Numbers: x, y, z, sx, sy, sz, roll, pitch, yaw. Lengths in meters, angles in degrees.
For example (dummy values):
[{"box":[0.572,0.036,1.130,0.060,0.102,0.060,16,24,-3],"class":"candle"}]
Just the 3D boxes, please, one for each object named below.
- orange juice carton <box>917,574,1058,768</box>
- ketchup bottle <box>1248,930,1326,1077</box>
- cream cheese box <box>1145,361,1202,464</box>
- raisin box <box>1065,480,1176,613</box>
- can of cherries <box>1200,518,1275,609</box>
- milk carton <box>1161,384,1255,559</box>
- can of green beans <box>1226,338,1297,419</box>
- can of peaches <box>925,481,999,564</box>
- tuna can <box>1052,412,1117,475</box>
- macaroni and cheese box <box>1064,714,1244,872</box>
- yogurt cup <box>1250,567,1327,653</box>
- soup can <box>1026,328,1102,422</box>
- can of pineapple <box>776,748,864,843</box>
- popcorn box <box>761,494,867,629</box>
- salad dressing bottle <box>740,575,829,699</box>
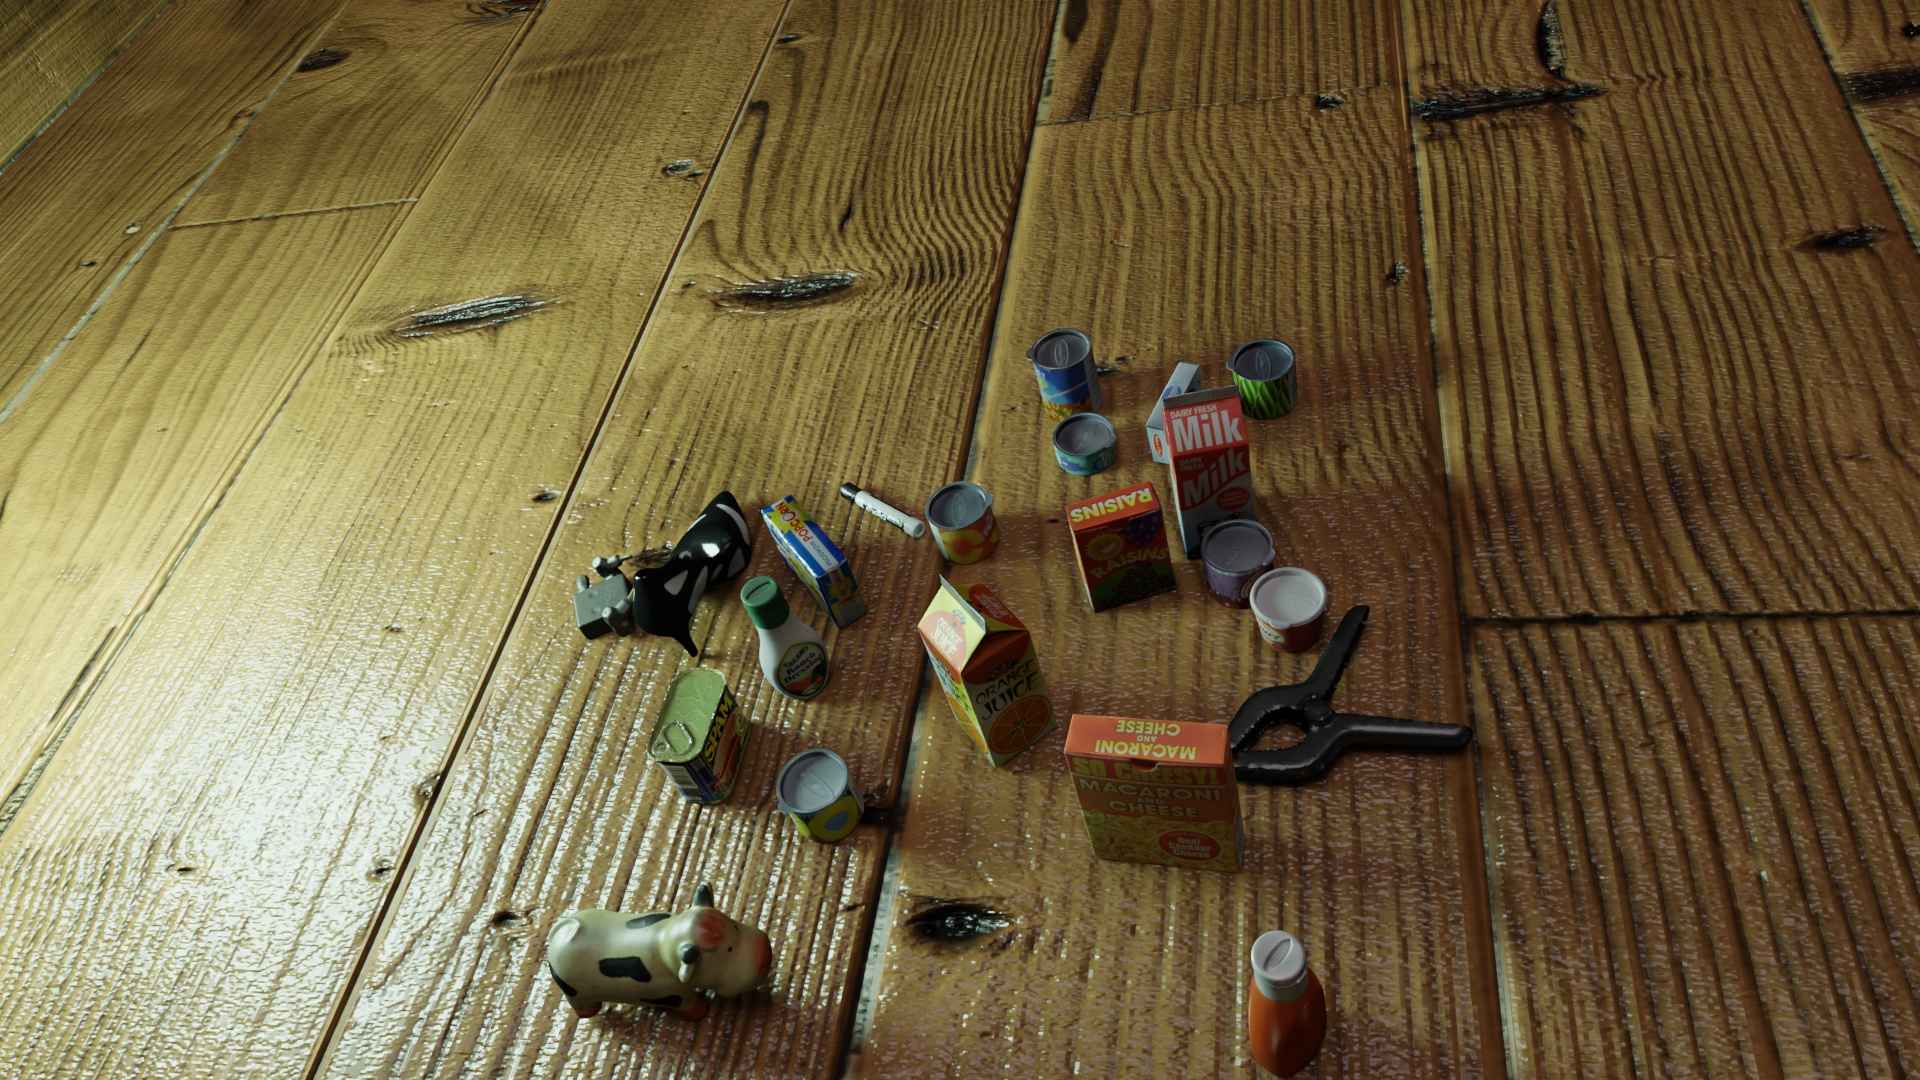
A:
[{"box":[0.022,0.109,1.220,0.073,0.191,0.072,-33,48,-13],"class":"orange juice carton"},{"box":[0.232,0.328,0.991,0.043,0.148,0.065,30,63,35],"class":"ketchup bottle"},{"box":[0.228,-0.136,1.474,0.024,0.053,0.104,13,54,27],"class":"cream cheese box"},{"box":[0.153,0.008,1.319,0.086,0.122,0.040,-16,47,2],"class":"raisin box"},{"box":[0.266,0.024,1.315,0.071,0.058,0.072,-8,47,9],"class":"can of cherries"},{"box":[0.236,-0.073,1.321,0.072,0.189,0.074,-11,47,8],"class":"milk carton"},{"box":[0.323,-0.171,1.474,0.071,0.057,0.071,-8,47,9],"class":"can of green beans"},{"box":[0.005,-0.018,1.431,0.071,0.057,0.071,-8,47,9],"class":"can of peaches"},{"box":[0.136,-0.103,1.486,0.071,0.032,0.071,-8,47,9],"class":"tuna can"},{"box":[0.159,0.205,1.111,0.124,0.165,0.040,2,50,18],"class":"macaroni and cheese box"},{"box":[0.301,0.066,1.270,0.072,0.053,0.073,-8,47,9],"class":"yogurt cup"},{"box":[0.115,-0.180,1.527,0.071,0.083,0.072,-9,47,10],"class":"soup can"},{"box":[-0.127,0.231,1.248,0.071,0.057,0.071,-8,47,9],"class":"can of pineapple"},{"box":[-0.149,0.021,1.424,0.038,0.084,0.127,-33,48,-13],"class":"popcorn box"},{"box":[-0.169,0.093,1.322,0.064,0.147,0.044,-35,49,-15],"class":"salad dressing bottle"}]
